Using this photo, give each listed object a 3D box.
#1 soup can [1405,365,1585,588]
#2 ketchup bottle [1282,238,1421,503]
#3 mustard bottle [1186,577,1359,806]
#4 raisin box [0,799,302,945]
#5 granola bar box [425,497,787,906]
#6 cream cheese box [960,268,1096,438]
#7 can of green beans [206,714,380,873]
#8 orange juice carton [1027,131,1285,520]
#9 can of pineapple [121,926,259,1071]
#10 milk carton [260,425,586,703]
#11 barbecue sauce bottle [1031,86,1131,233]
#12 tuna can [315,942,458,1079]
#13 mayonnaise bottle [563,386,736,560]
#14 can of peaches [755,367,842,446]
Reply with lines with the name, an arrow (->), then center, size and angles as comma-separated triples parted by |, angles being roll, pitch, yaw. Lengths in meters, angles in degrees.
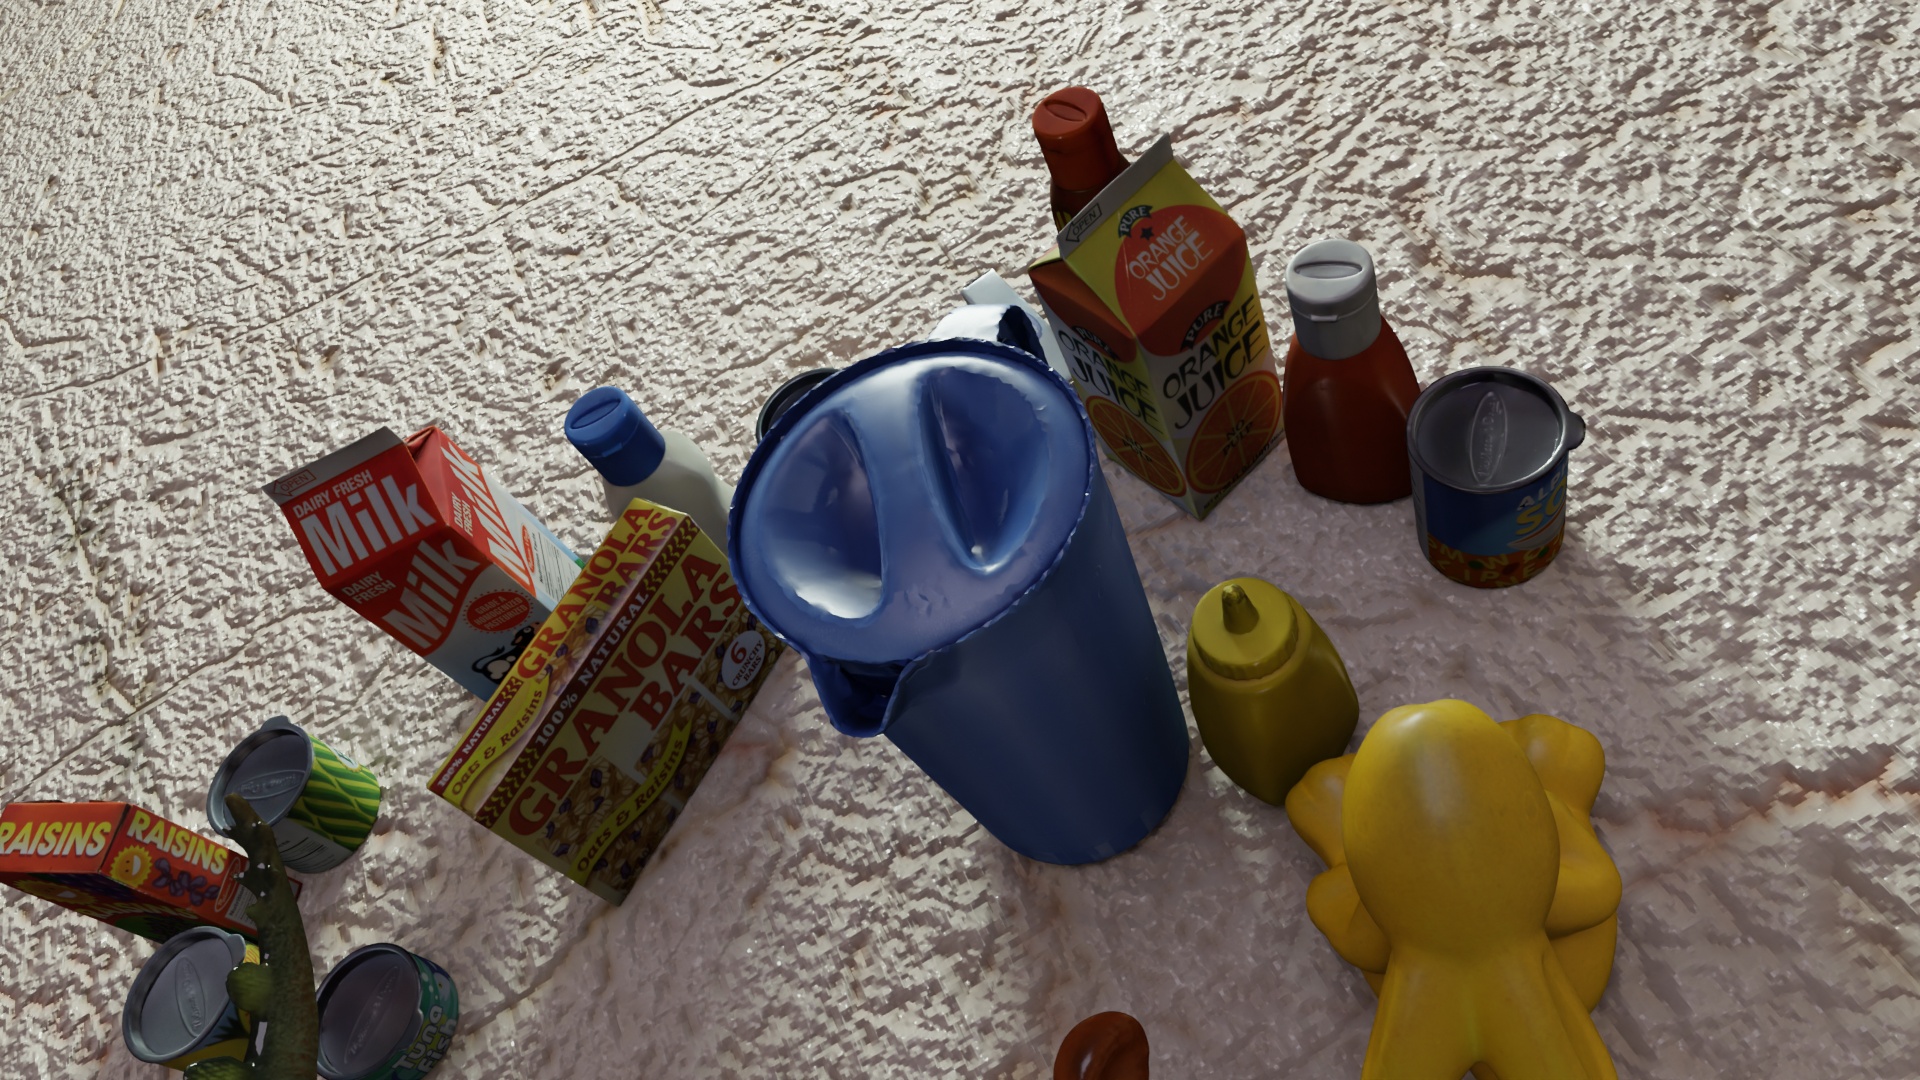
soup can -> 0.238, -0.026, 0.617 | 0.071, 0.083, 0.072 | -10, 55, 15
ketchup bottle -> 0.176, -0.073, 0.632 | 0.065, 0.148, 0.044 | 4, 61, 24
mustard bottle -> 0.122, 0.054, 0.562 | 0.065, 0.159, 0.049 | -44, 53, -10
raisin box -> -0.422, 0.175, 0.722 | 0.086, 0.123, 0.040 | -4, 57, 20
granola bar box -> -0.164, 0.080, 0.681 | 0.039, 0.123, 0.166 | 19, 67, 31
cream cheese box -> 0.042, -0.101, 0.764 | 0.024, 0.053, 0.104 | -36, 52, -3
can of green beans -> -0.364, 0.142, 0.761 | 0.071, 0.057, 0.071 | -10, 55, 15
orange juice carton -> 0.094, -0.100, 0.655 | 0.072, 0.192, 0.073 | -44, 53, -9
can of pineapple -> -0.372, 0.236, 0.703 | 0.071, 0.057, 0.071 | -10, 55, 15
milk carton -> -0.269, 0.010, 0.728 | 0.072, 0.190, 0.074 | -26, 53, 4
barbecue sauce bottle -> 0.076, -0.173, 0.738 | 0.044, 0.148, 0.065 | -47, 54, -11
tuna can -> -0.282, 0.236, 0.682 | 0.071, 0.032, 0.071 | -10, 55, 15
mayonnaise bottle -> -0.153, -0.024, 0.731 | 0.065, 0.147, 0.041 | -28, 53, 3
can of peaches -> -0.070, -0.053, 0.774 | 0.071, 0.058, 0.071 | -10, 55, 15
